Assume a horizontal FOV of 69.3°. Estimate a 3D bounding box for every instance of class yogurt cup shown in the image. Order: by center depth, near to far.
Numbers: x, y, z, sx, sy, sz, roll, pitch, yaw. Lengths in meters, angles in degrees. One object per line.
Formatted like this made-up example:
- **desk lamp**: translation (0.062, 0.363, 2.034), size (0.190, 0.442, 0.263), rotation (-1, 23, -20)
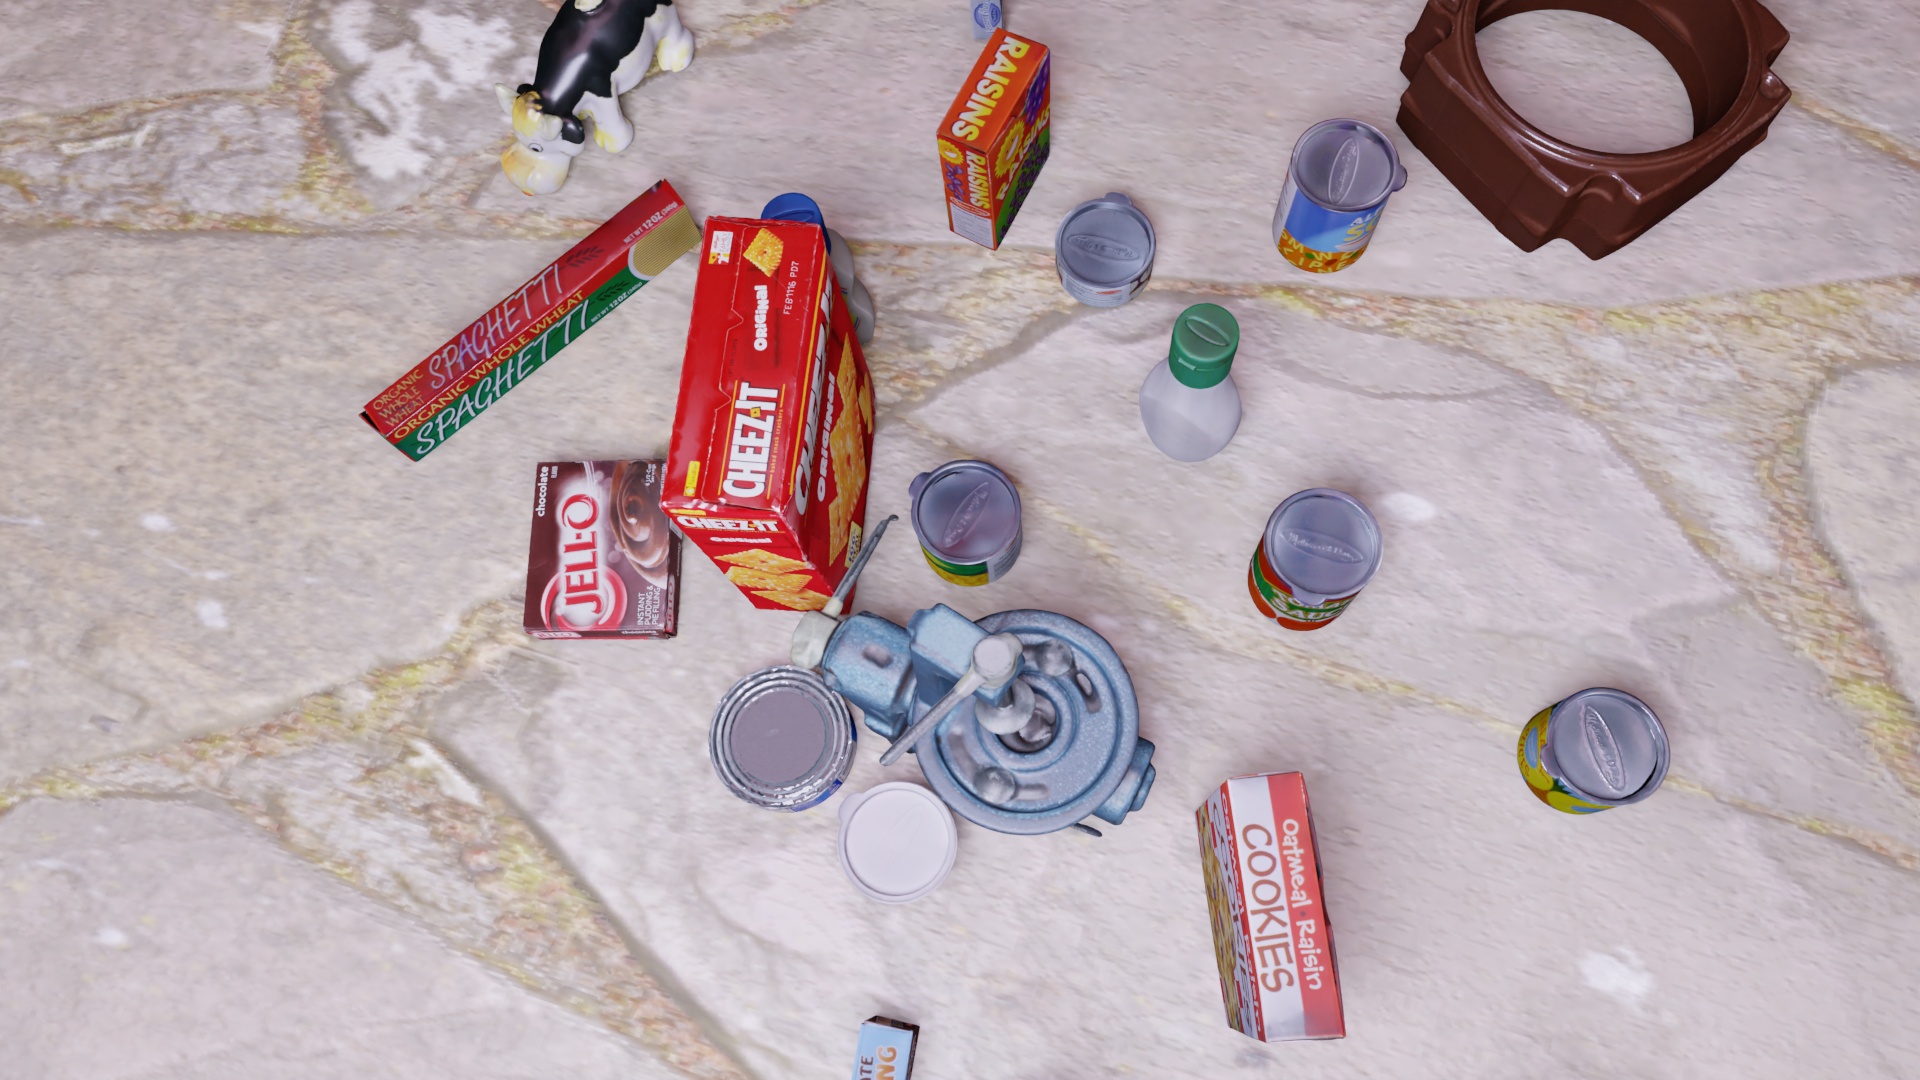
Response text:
- **yogurt cup**: translation (-0.034, 0.176, 0.803), size (0.072, 0.053, 0.072), rotation (-1, 73, 4)

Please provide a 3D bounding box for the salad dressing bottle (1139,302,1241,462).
- **salad dressing bottle**: translation (0.139, -0.092, 0.826), size (0.064, 0.147, 0.044), rotation (35, 79, 13)

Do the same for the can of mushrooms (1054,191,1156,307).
- **can of mushrooms**: translation (0.096, -0.192, 0.920), size (0.071, 0.033, 0.071), rotation (-1, 73, 4)

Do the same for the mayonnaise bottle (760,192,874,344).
- **mayonnaise bottle**: translation (-0.093, -0.162, 0.863), size (0.065, 0.147, 0.041), rotation (-14, 73, 0)

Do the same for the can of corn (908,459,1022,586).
- **can of corn**: translation (0.003, -0.011, 0.857), size (0.071, 0.058, 0.071), rotation (-1, 73, 4)

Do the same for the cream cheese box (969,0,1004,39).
- **cream cheese box**: translation (0.016, -0.414, 0.984), size (0.024, 0.053, 0.104), rotation (-4, 73, 3)

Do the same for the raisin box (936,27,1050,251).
- **raisin box**: translation (0.024, -0.256, 0.898), size (0.040, 0.123, 0.086), rotation (26, 77, 11)

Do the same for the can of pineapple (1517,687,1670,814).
- **can of pineapple**: translation (0.357, 0.121, 0.792), size (0.071, 0.057, 0.071), rotation (-1, 73, 4)

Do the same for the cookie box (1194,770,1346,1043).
- **cookie box**: translation (0.158, 0.193, 0.726), size (0.040, 0.167, 0.123), rotation (-7, 73, 2)

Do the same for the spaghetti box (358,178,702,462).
- **spaghetti box**: translation (-0.281, -0.145, 0.922), size (0.250, 0.050, 0.029), rotation (-40, 75, -9)

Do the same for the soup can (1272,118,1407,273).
- **soup can**: translation (0.242, -0.218, 0.892), size (0.071, 0.083, 0.071), rotation (-1, 73, 4)

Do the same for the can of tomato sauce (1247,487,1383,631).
- **can of tomato sauce**: translation (0.208, 0.015, 0.822), size (0.071, 0.083, 0.071), rotation (-1, 73, 4)

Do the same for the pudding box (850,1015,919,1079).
- **pudding box**: translation (-0.046, 0.308, 0.765), size (0.030, 0.049, 0.084), rotation (8, 74, 6)
